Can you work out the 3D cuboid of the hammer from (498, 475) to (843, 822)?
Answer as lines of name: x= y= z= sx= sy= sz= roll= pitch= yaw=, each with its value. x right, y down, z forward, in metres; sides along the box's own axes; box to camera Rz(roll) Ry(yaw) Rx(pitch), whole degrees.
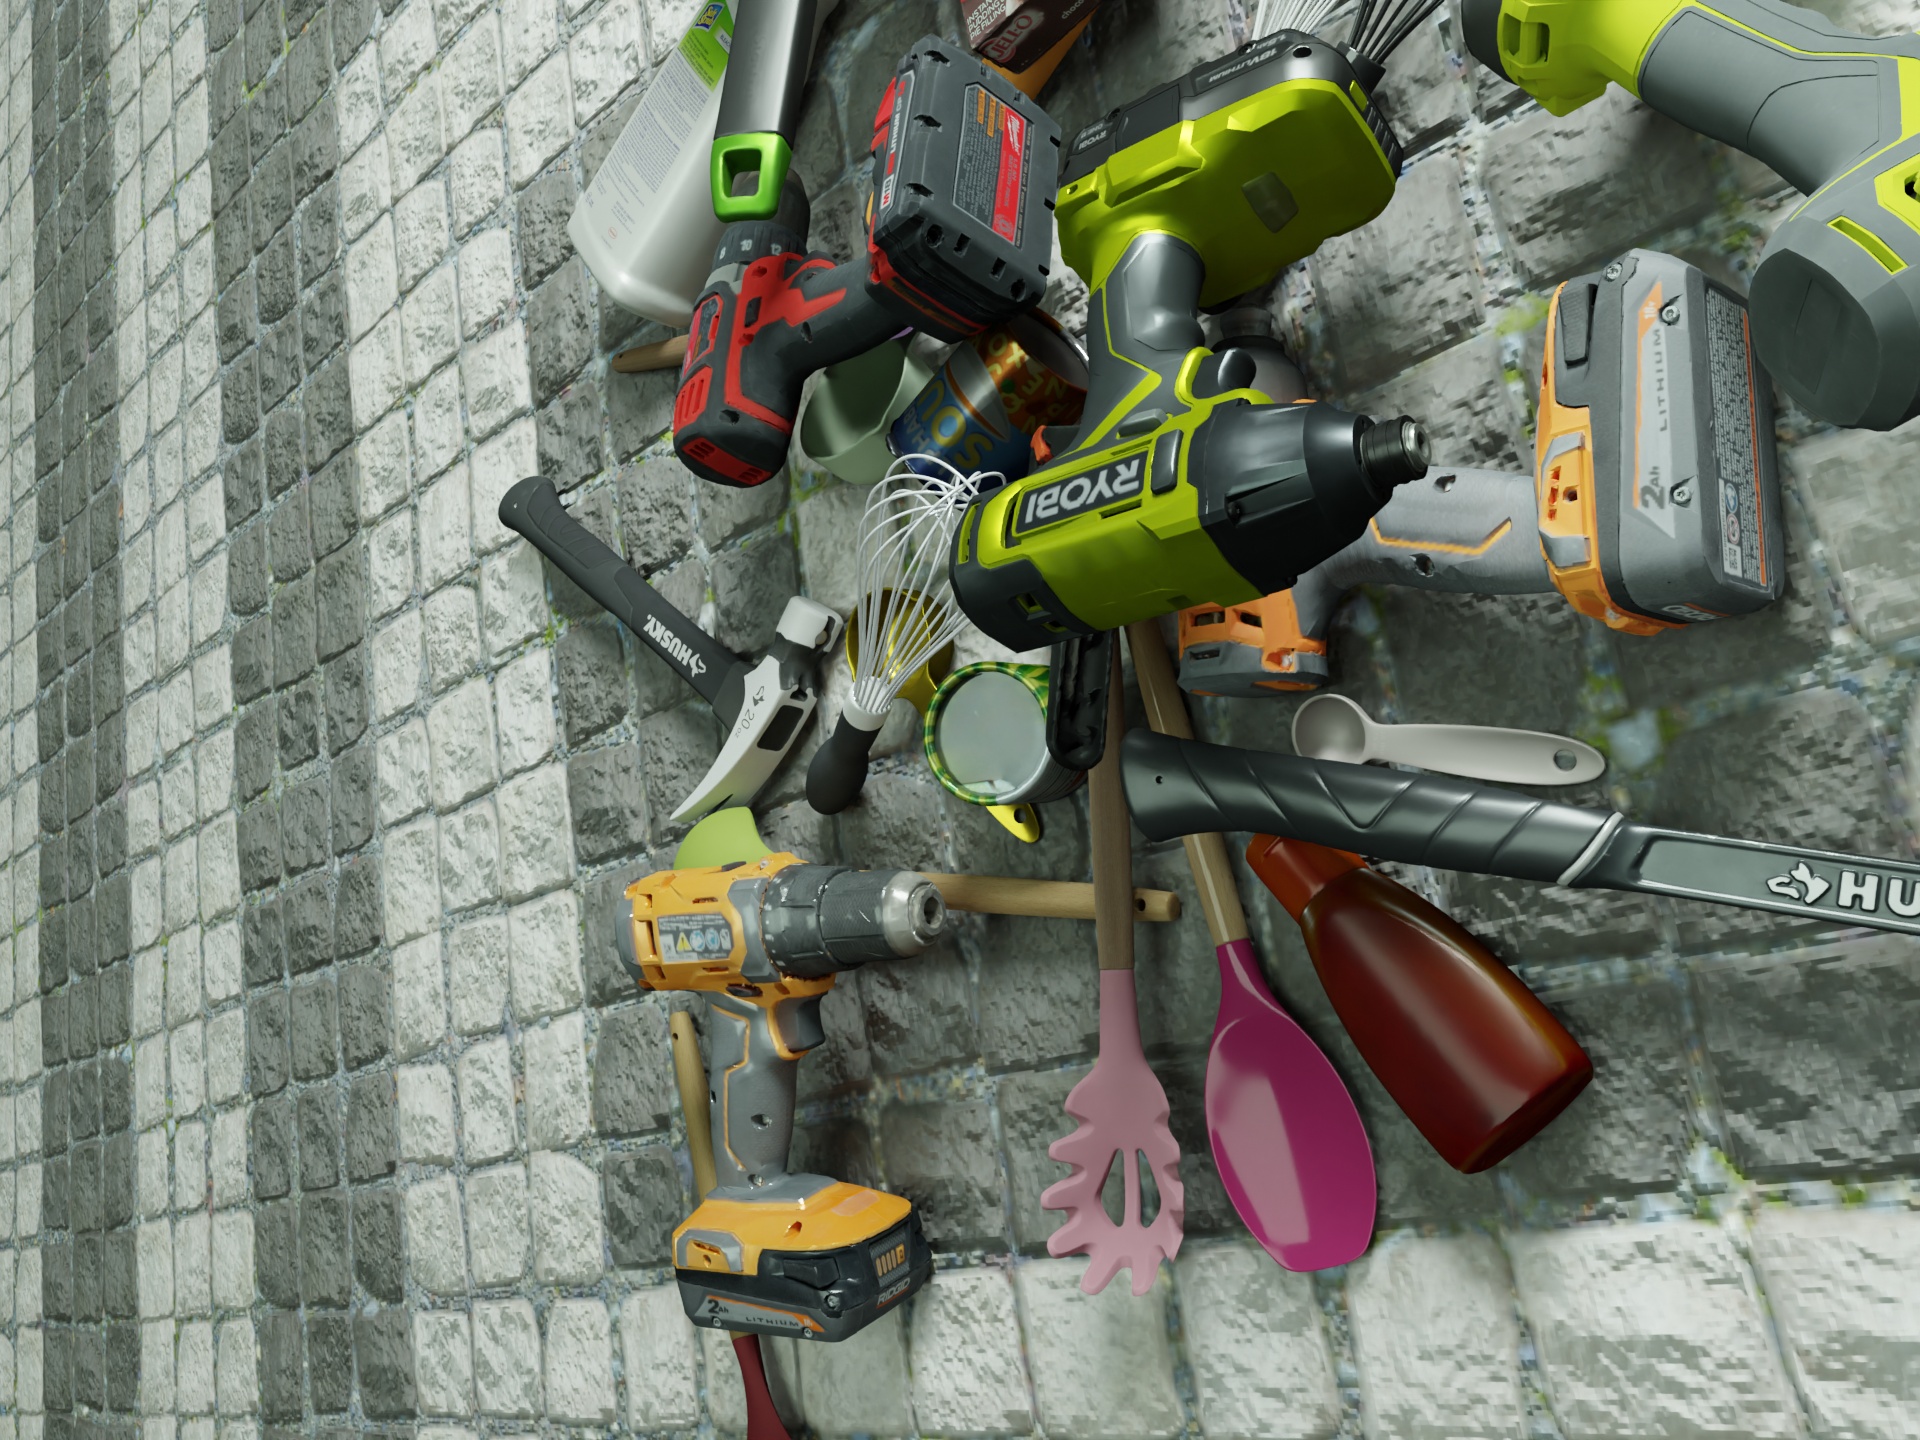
hammer: x=-0.201 y=-0.067 z=0.973 sx=0.335 sy=0.035 sz=0.146 roll=37 pitch=105 yaw=40

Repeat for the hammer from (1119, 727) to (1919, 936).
hammer: x=0.231 y=0.041 z=0.530 sx=0.409 sy=0.036 sz=0.149 roll=8 pitch=89 yaw=36

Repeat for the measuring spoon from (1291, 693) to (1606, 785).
measuring spoon: x=0.189 y=0.010 z=0.621 sx=0.124 sy=0.018 sz=0.034 roll=7 pitch=104 yaw=37

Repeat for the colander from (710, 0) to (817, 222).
colander: x=-0.065 y=-0.410 z=0.802 sx=0.204 sy=0.094 sz=0.397 roll=2 pitch=75 yaw=19

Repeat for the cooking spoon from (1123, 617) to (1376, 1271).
cooking spoon: x=0.110 y=0.071 z=0.682 sx=0.069 sy=0.017 sz=0.319 roll=-25 pitch=69 yaw=32

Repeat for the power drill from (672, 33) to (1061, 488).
power drill: x=-0.057 y=-0.232 z=0.776 sx=0.227 sy=0.080 sz=0.188 roll=-22 pitch=54 yaw=46

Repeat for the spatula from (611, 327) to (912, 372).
spatula: x=-0.116 y=-0.222 z=0.909 sx=0.316 sy=0.018 sz=0.060 roll=5 pitch=61 yaw=48

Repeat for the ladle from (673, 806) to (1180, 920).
ladle: x=-0.028 y=0.085 z=0.803 sx=0.320 sy=0.062 sz=0.078 roll=-1 pitch=82 yaw=36

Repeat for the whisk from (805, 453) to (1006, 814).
whisk: x=-0.035 y=-0.023 z=0.744 sx=0.284 sy=0.070 sz=0.070 roll=118 pitch=136 yaw=-56

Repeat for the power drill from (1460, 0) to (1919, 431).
power drill: x=0.282 y=-0.206 z=0.480 sx=0.190 sy=0.080 sz=0.229 roll=-29 pitch=56 yaw=-2

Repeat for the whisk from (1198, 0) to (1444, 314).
whisk: x=0.162 y=-0.272 z=0.652 sx=0.055 sy=0.055 sz=0.239 roll=51 pitch=123 yaw=34

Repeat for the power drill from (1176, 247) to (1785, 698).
power drill: x=0.175 y=-0.099 z=0.599 sx=0.226 sy=0.084 sz=0.164 roll=-8 pitch=81 yaw=47

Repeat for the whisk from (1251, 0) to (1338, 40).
whisk: x=0.130 y=-0.282 z=0.688 sx=0.059 sy=0.057 sz=0.246 roll=-101 pitch=34 yaw=-64

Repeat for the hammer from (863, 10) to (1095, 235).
hammer: x=0.063 y=-0.352 z=0.761 sx=0.336 sy=0.034 sz=0.127 roll=-46 pitch=56 yaw=30

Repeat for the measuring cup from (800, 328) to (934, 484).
measuring cup: x=-0.014 y=-0.191 z=0.820 sx=0.167 sy=0.038 sz=0.083 roll=-47 pitch=40 yaw=8

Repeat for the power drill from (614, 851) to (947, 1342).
power drill: x=-0.075 y=0.177 z=0.776 sx=0.185 sy=0.084 sz=0.226 roll=-9 pitch=90 yaw=34

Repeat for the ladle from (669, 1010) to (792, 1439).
ladle: x=-0.122 y=0.310 z=0.871 sx=0.069 sy=0.031 sz=0.316 roll=-34 pitch=62 yaw=35

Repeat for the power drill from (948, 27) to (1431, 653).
power drill: x=0.092 y=-0.139 z=0.583 sx=0.171 sy=0.080 sz=0.223 roll=-14 pitch=51 yaw=37

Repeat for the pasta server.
pasta server: x=0.065 y=0.080 z=0.688 sx=0.060 sy=0.040 sz=0.316 roll=-5 pitch=80 yaw=21

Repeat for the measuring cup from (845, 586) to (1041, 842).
measuring cup: x=-0.001 y=-0.003 z=0.797 sx=0.062 sy=0.029 sz=0.157 roll=-49 pitch=68 yaw=30
